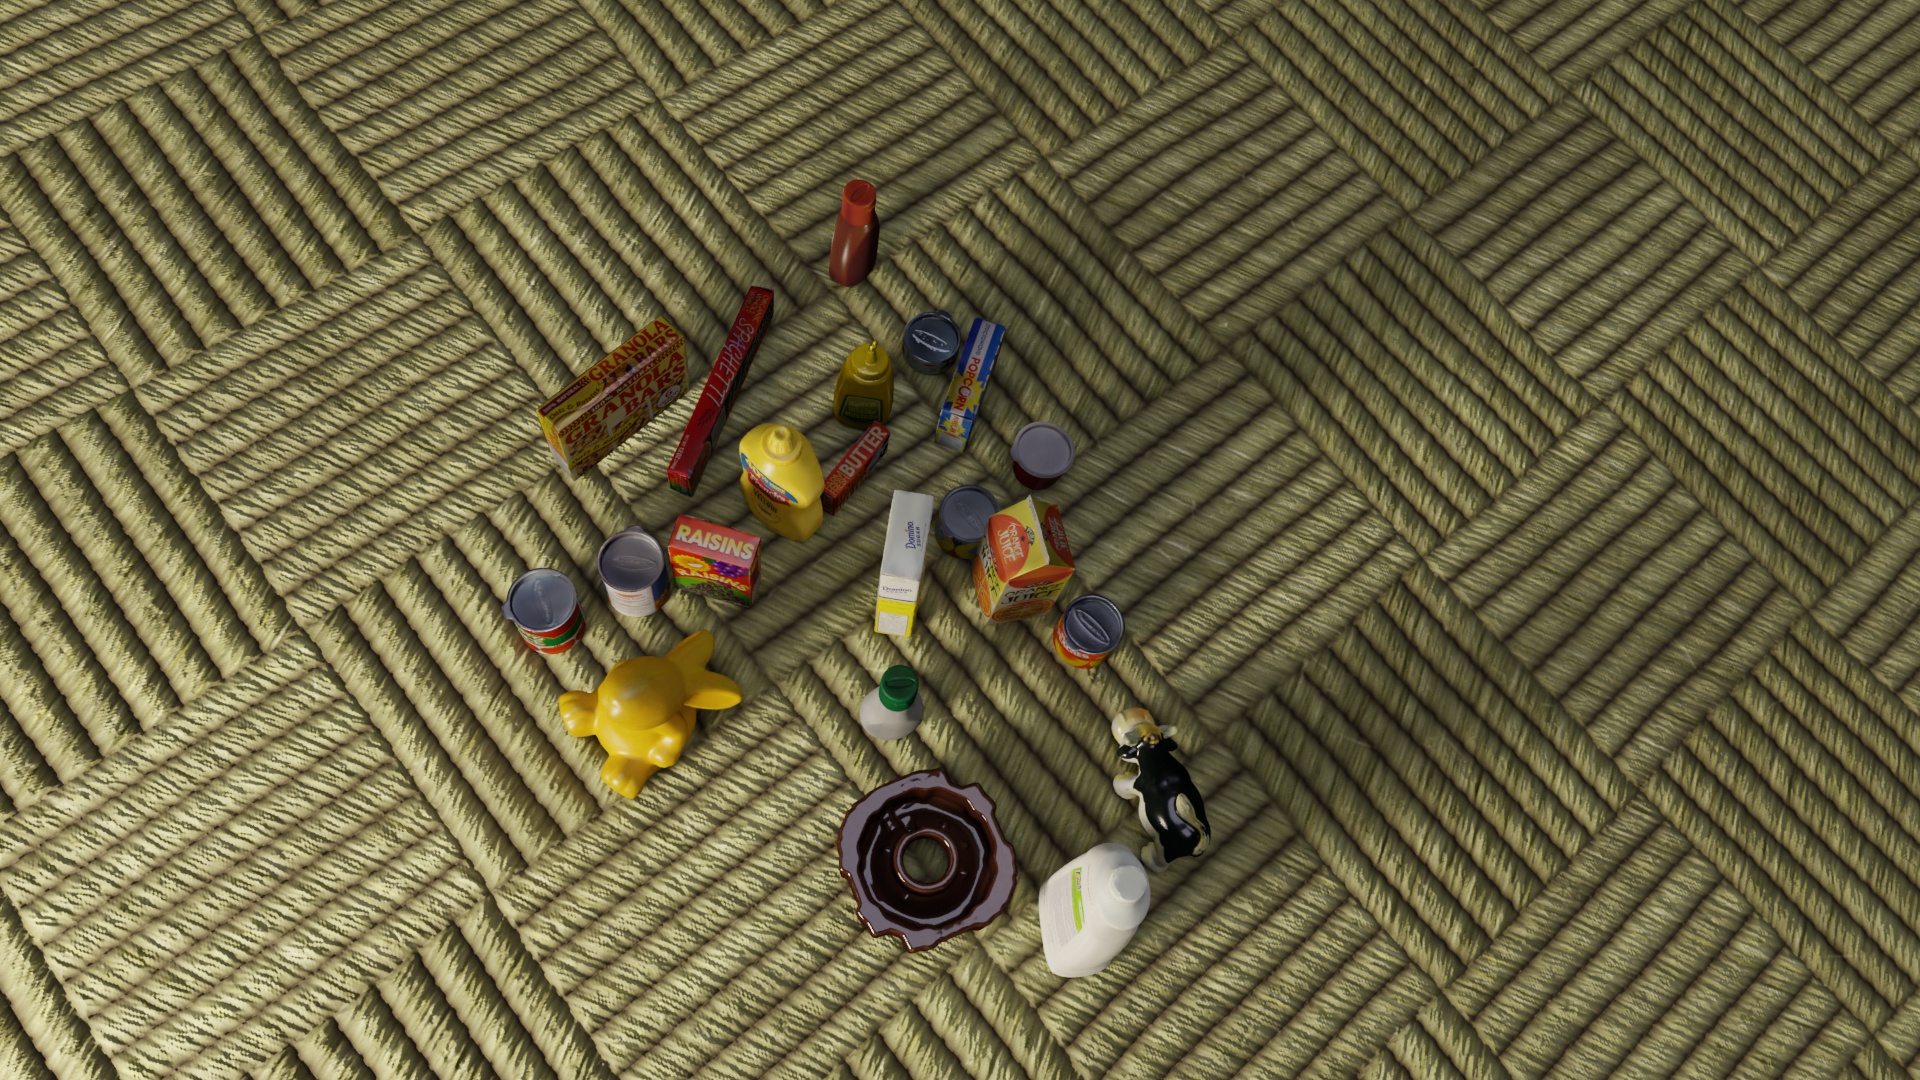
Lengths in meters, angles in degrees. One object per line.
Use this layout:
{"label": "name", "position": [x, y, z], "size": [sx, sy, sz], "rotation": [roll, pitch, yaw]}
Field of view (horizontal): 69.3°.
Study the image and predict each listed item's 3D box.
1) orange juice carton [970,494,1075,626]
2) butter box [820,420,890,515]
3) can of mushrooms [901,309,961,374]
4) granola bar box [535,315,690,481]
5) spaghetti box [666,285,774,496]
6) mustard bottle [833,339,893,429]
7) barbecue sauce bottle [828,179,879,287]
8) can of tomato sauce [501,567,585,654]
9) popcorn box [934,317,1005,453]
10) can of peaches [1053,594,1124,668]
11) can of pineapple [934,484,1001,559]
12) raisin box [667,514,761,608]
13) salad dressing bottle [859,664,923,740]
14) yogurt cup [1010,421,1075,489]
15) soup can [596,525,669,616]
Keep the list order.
{"label": "orange juice carton", "position": [0.064, 0.021, 1.415], "size": [0.073, 0.192, 0.072], "rotation": [-10, 71, -11]}
{"label": "butter box", "position": [-0.116, -0.078, 1.505], "size": [0.024, 0.053, 0.104], "rotation": [35, 68, 6]}
{"label": "can of mushrooms", "position": [-0.032, -0.227, 1.586], "size": [0.071, 0.033, 0.071], "rotation": [3, 68, -7]}
{"label": "granola bar box", "position": [-0.362, -0.149, 1.461], "size": [0.039, 0.123, 0.166], "rotation": [44, 70, 10]}
{"label": "spaghetti box", "position": [-0.260, -0.167, 1.522], "size": [0.029, 0.050, 0.251], "rotation": [19, 67, 0]}
{"label": "mustard bottle", "position": [-0.101, -0.171, 1.486], "size": [0.065, 0.159, 0.049], "rotation": [7, 68, -5]}
{"label": "barbecue sauce bottle", "position": [-0.117, -0.347, 1.560], "size": [0.044, 0.148, 0.065], "rotation": [37, 69, 7]}
{"label": "can of tomato sauce", "position": [-0.414, 0.073, 1.388], "size": [0.071, 0.082, 0.071], "rotation": [3, 69, -7]}
{"label": "popcorn box", "position": [0.011, -0.173, 1.543], "size": [0.038, 0.085, 0.127], "rotation": [19, 67, 0]}
{"label": "can of peaches", "position": [0.133, 0.098, 1.467], "size": [0.071, 0.058, 0.071], "rotation": [3, 68, -7]}
{"label": "can of pineapple", "position": [0.005, -0.019, 1.496], "size": [0.071, 0.057, 0.071], "rotation": [3, 68, -7]}
{"label": "raisin box", "position": [-0.247, 0.022, 1.409], "size": [0.086, 0.123, 0.040], "rotation": [16, 68, -1]}
{"label": "salad dressing bottle", "position": [-0.065, 0.160, 1.367], "size": [0.064, 0.147, 0.044], "rotation": [-3, 69, -9]}
{"label": "yogurt cup", "position": [0.089, -0.091, 1.538], "size": [0.072, 0.053, 0.072], "rotation": [3, 68, -7]}
{"label": "soup can", "position": [-0.331, 0.032, 1.415], "size": [0.071, 0.083, 0.071], "rotation": [3, 69, -7]}
